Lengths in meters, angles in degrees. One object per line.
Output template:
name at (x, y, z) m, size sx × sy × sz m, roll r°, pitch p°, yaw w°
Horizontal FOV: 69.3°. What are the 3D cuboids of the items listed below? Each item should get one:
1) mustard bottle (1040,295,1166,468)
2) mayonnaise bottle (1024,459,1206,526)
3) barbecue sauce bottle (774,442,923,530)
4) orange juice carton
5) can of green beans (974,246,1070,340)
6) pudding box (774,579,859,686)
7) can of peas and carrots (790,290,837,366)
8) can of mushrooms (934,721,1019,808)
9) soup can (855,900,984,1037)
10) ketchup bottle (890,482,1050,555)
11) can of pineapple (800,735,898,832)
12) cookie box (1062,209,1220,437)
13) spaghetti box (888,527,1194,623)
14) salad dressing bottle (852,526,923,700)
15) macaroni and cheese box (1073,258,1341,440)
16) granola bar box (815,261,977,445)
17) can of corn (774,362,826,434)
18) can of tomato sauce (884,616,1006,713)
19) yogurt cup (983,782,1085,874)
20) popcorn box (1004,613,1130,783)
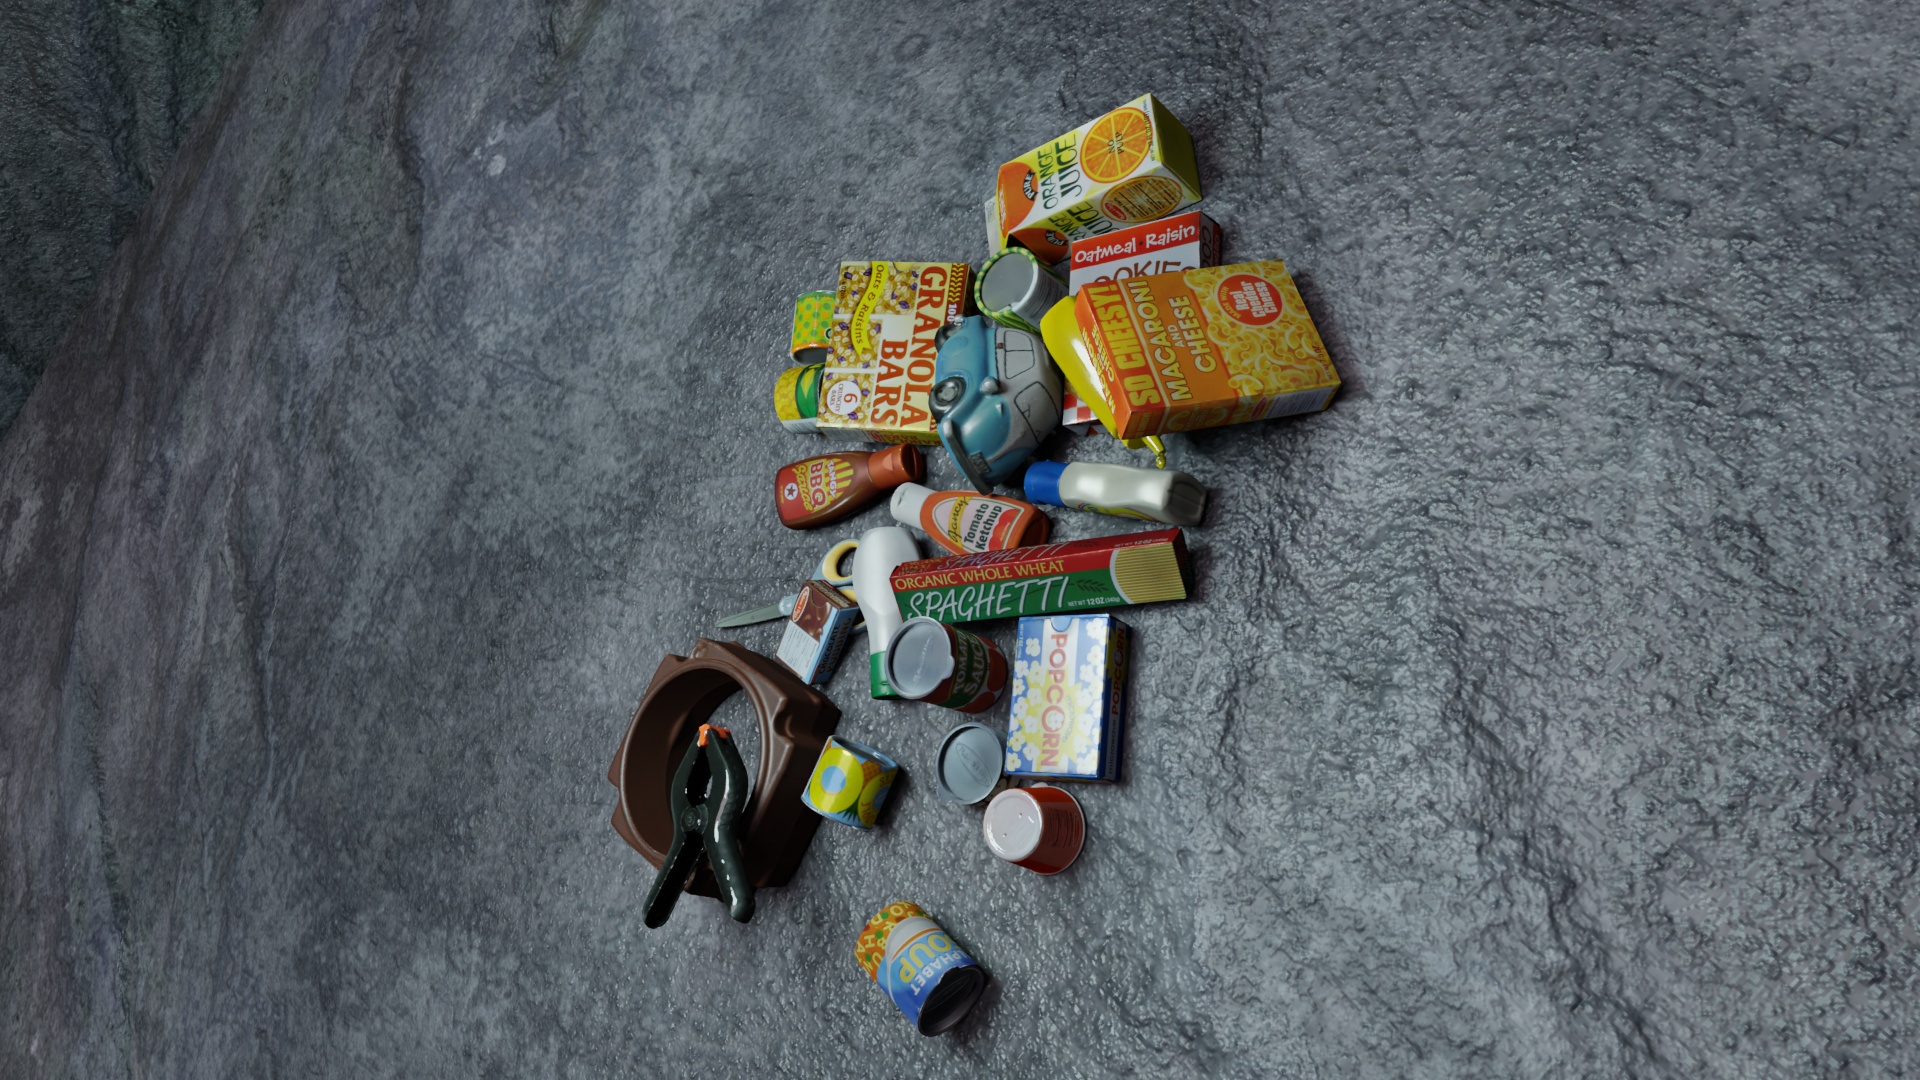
mustard bottle at (0.122, -0.120, 1.079) m, size 0.048 × 0.065 × 0.161 m, roll -44°, pitch 61°, yaw 27°
mayonnaise bottle at (0.118, -0.040, 1.105) m, size 0.148 × 0.065 × 0.041 m, roll 8°, pitch 83°, yaw 42°
barbecue sauce bottle at (-0.103, -0.055, 1.282) m, size 0.148 × 0.044 × 0.065 m, roll -15°, pitch 73°, yaw 32°
orange juice carton at (0.102, -0.300, 1.196) m, size 0.192 × 0.073 × 0.072 m, roll -18°, pitch 65°, yaw 31°
can of green beans at (0.054, -0.215, 1.211) m, size 0.071 × 0.058 × 0.071 m, roll -13°, pitch 67°, yaw 33°
pudding box at (-0.129, 0.082, 1.247) m, size 0.050 × 0.030 × 0.083 m, roll 35°, pitch 112°, yaw 31°
can of peas and carrots at (-0.127, -0.201, 1.335) m, size 0.071 × 0.071 × 0.059 m, roll -7°, pitch 72°, yaw 35°
can of mushrooms at (0.013, 0.183, 1.122) m, size 0.071 × 0.033 × 0.071 m, roll -12°, pitch 68°, yaw 32°
soup can at (-0.032, 0.330, 1.082) m, size 0.084 × 0.071 × 0.071 m, roll 36°, pitch 97°, yaw 39°
ketchup bottle at (0.004, -0.015, 1.190) m, size 0.149 × 0.043 × 0.065 m, roll 19°, pitch 82°, yaw 39°
can of pineapple at (-0.091, 0.205, 1.171) m, size 0.071 × 0.071 × 0.058 m, roll 24°, pitch 89°, yaw 39°
cookie box at (0.149, -0.177, 1.141) m, size 0.123 × 0.040 × 0.168 m, roll -7°, pitch 72°, yaw 35°
spaghetti box at (0.059, 0.031, 1.107) m, size 0.250 × 0.029 × 0.050 m, roll -8°, pitch 111°, yaw 26°
salad dressing bottle at (-0.062, 0.064, 1.209) m, size 0.064 × 0.044 × 0.148 m, roll -4°, pitch 74°, yaw 6°
macaroni and cheese box at (0.182, -0.144, 1.041) m, size 0.167 × 0.040 × 0.124 m, roll -9°, pitch 61°, yaw -13°
granola bar box at (-0.057, -0.172, 1.266) m, size 0.124 × 0.039 × 0.166 m, roll 4°, pitch 76°, yaw 15°
can of corn at (-0.134, -0.137, 1.318) m, size 0.058 × 0.071 × 0.071 m, roll -3°, pitch 73°, yaw 36°
can of tomato sauce at (-0.010, 0.103, 1.134) m, size 0.071 × 0.083 × 0.071 m, roll -12°, pitch 68°, yaw 33°
yogurt cup at (0.054, 0.220, 1.066) m, size 0.072 × 0.054 × 0.072 m, roll -12°, pitch 69°, yaw 33°
popcorn box at (0.084, 0.124, 1.087) m, size 0.085 × 0.038 × 0.127 m, roll -5°, pitch 72°, yaw 36°
